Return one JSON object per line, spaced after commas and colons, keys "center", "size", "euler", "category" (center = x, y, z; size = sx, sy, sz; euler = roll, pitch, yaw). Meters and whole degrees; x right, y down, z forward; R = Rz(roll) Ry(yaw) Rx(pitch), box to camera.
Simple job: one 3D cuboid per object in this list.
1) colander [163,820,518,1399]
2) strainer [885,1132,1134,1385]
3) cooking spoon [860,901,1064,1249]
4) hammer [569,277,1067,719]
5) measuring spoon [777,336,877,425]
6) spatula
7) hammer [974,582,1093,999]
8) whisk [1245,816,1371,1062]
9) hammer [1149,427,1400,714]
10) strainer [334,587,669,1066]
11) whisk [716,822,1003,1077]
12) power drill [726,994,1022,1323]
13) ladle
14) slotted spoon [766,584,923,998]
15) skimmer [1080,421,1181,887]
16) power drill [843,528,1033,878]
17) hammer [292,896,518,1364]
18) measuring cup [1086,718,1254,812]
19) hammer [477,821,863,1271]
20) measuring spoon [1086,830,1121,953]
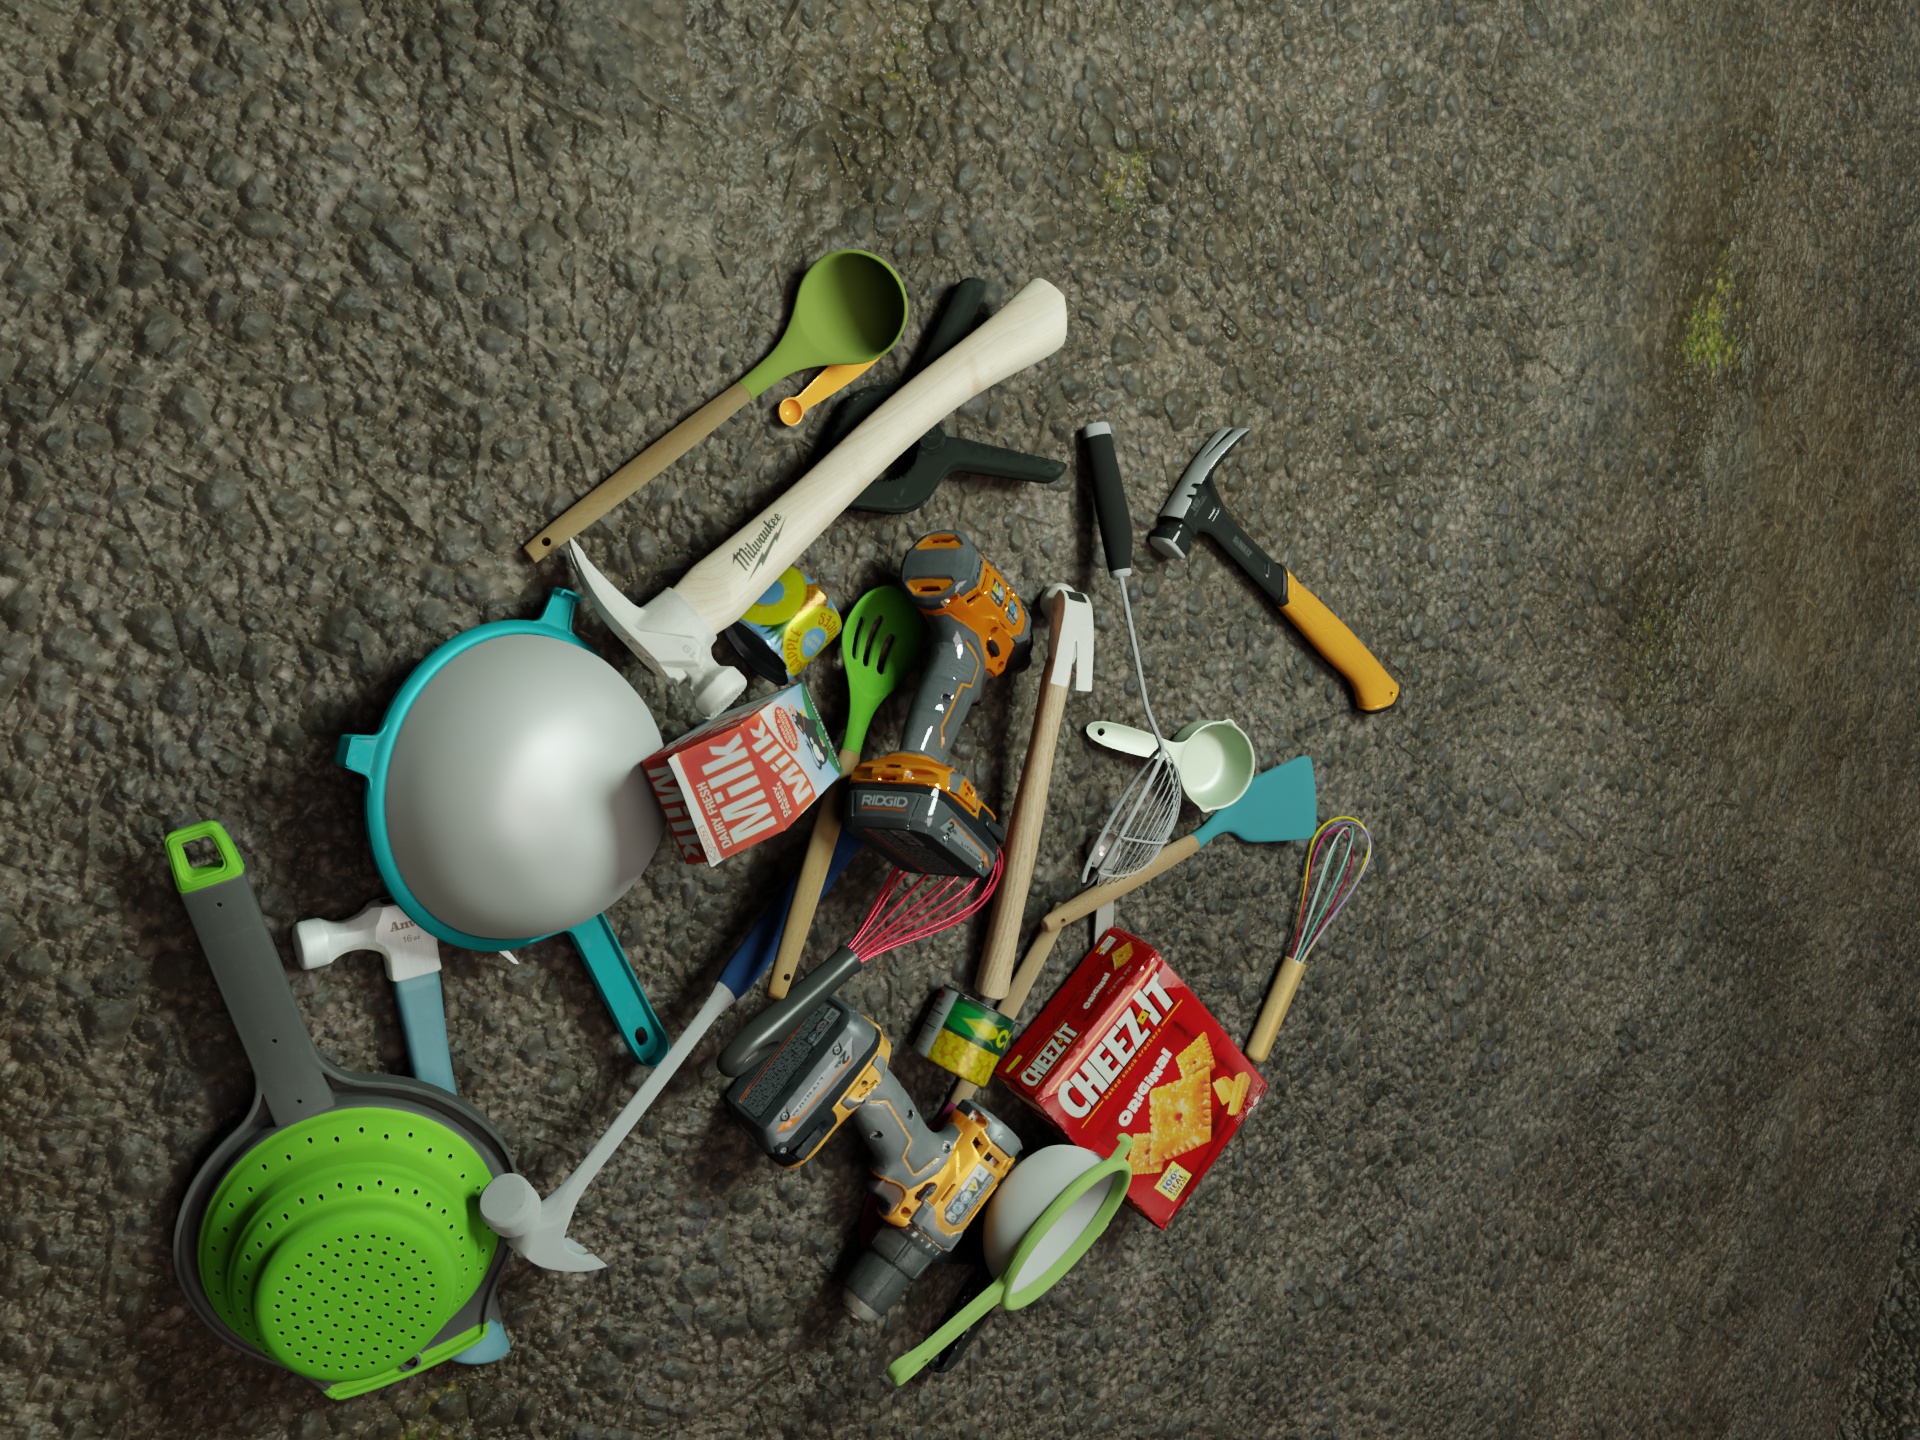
{"center": [-0.384, 0.251, 0.936], "size": [0.204, 0.095, 0.397], "euler": [-19, 109, -16], "category": "colander"}
{"center": [0.026, 0.417, 1.251], "size": [0.256, 0.069, 0.151], "euler": [-31, 146, -32], "category": "strainer"}
{"center": [0.009, 0.290, 1.295], "size": [0.068, 0.017, 0.319], "euler": [36, 78, -34], "category": "cooking spoon"}
{"center": [-0.078, -0.185, 1.097], "size": [0.146, 0.038, 0.411], "euler": [45, 69, 0], "category": "hammer"}
{"center": [-0.090, -0.248, 1.139], "size": [0.117, 0.011, 0.021], "euler": [-45, 121, -25], "category": "measuring spoon"}
{"center": [0.192, 0.116, 1.369], "size": [0.317, 0.044, 0.082], "euler": [-24, 116, -36], "category": "spatula"}
{"center": [0.056, 0.062, 1.246], "size": [0.031, 0.130, 0.331], "euler": [10, 102, -7], "category": "hammer"}
{"center": [0.319, 0.204, 1.492], "size": [0.047, 0.051, 0.245], "euler": [24, 88, -15], "category": "whisk"}
{"center": [0.301, -0.114, 1.422], "size": [0.336, 0.034, 0.127], "euler": [39, 76, -34], "category": "hammer"}
{"center": [-0.233, 0.098, 1.015], "size": [0.211, 0.095, 0.340], "euler": [-45, 127, -40], "category": "strainer"}
{"center": [-0.067, 0.163, 1.167], "size": [0.296, 0.073, 0.073], "euler": [-39, 118, -34], "category": "whisk"}
{"center": [-0.074, 0.335, 1.201], "size": [0.185, 0.084, 0.226], "euler": [-51, 121, -14], "category": "power drill"}
{"center": [-0.162, -0.208, 1.065], "size": [0.320, 0.062, 0.078], "euler": [-42, 101, -19], "category": "ladle"}
{"center": [-0.088, 0.046, 1.132], "size": [0.070, 0.031, 0.314], "euler": [31, 64, -34], "category": "slotted spoon"}
{"center": [0.109, -0.052, 1.267], "size": [0.090, 0.127, 0.363], "euler": [-10, 89, 1], "category": "skimmer"}
{"center": [-0.002, -0.004, 1.167], "size": [0.164, 0.084, 0.227], "euler": [44, 54, -55], "category": "power drill"}
{"center": [-0.339, 0.271, 1.037], "size": [0.128, 0.033, 0.331], "euler": [-13, 106, -32], "category": "hammer"}
{"center": [0.173, 0.026, 1.360], "size": [0.167, 0.038, 0.083], "euler": [16, 89, -22], "category": "measuring cup"}
{"center": [-0.169, 0.200, 1.106], "size": [0.406, 0.035, 0.143], "euler": [-53, 153, -27], "category": "hammer"}
{"center": [0.118, 0.150, 1.354], "size": [0.034, 0.018, 0.124], "euler": [-14, 113, -36], "category": "measuring spoon"}
